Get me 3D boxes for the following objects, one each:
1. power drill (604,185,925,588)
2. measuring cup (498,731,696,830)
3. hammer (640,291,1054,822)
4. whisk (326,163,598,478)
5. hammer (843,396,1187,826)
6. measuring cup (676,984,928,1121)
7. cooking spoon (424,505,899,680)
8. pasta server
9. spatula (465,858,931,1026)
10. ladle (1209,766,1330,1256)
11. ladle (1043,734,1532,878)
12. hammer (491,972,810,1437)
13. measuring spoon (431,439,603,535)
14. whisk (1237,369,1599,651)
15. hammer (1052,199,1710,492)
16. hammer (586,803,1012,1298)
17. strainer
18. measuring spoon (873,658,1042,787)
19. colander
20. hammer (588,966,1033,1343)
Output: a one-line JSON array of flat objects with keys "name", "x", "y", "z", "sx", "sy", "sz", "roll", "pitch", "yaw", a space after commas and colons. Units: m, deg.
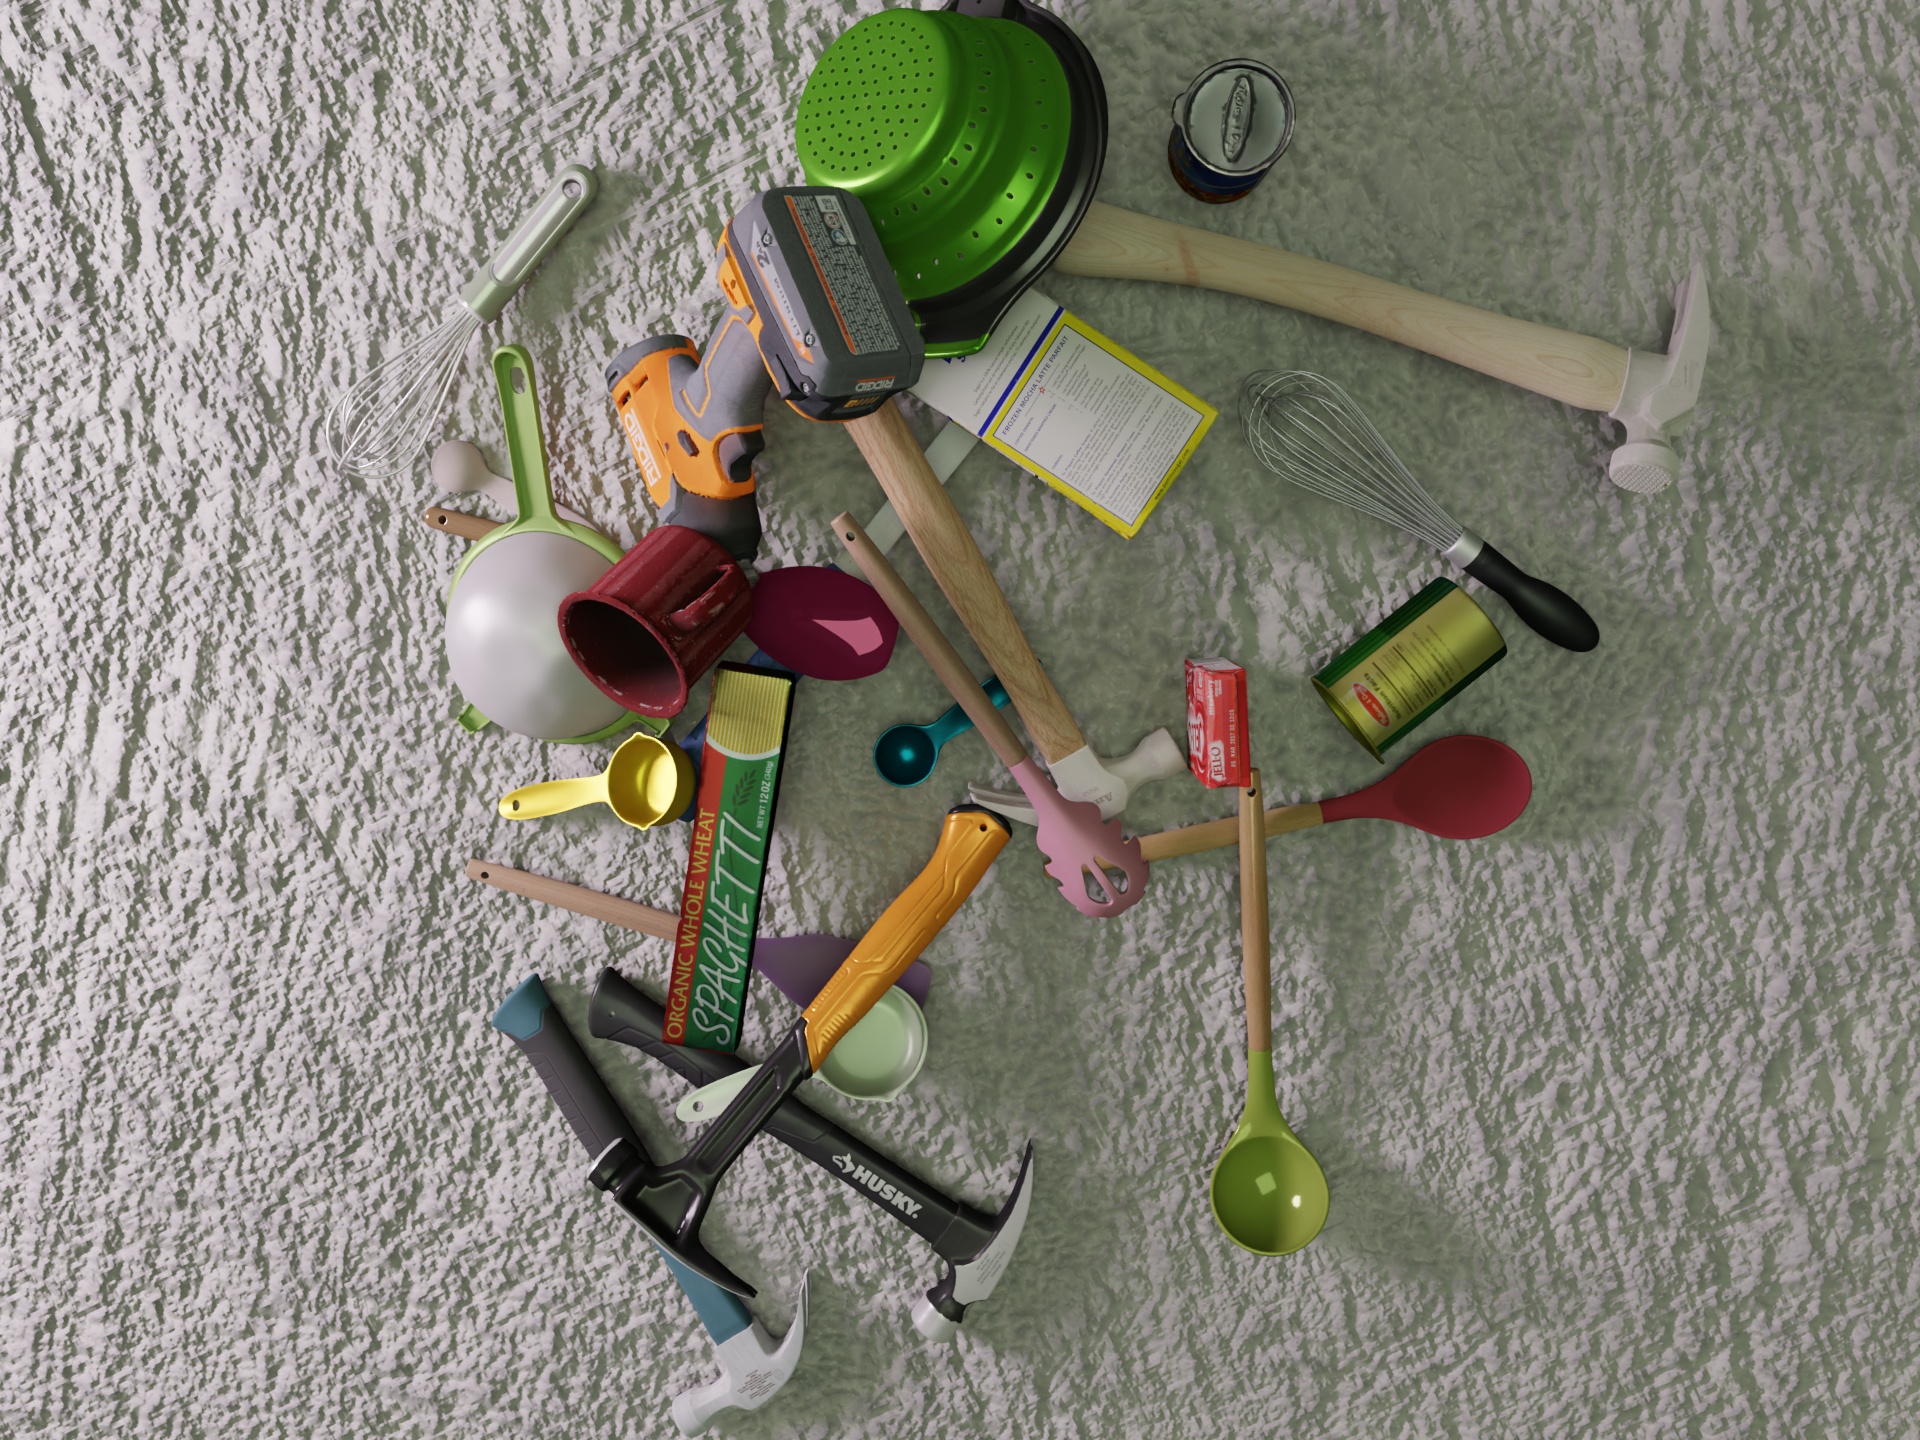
[{"name": "power drill", "x": -0.117, "y": -0.182, "z": 0.919, "sx": 0.084, "sy": 0.226, "sz": 0.164, "roll": -17, "pitch": 81, "yaw": -40}, {"name": "measuring cup", "x": -0.234, "y": 0.046, "z": 1.026, "sx": 0.156, "sy": 0.029, "sz": 0.062, "roll": -11, "pitch": 80, "yaw": 31}, {"name": "hammer", "x": -0.060, "y": -0.098, "z": 1.015, "sx": 0.144, "sy": 0.035, "sz": 0.405, "roll": 39, "pitch": 96, "yaw": -3}, {"name": "whisk", "x": -0.311, "y": -0.251, "z": 0.998, "sx": 0.057, "sy": 0.059, "sz": 0.246, "roll": 40, "pitch": 92, "yaw": -16}, {"name": "hammer", "x": 0.010, "y": -0.072, "z": 0.987, "sx": 0.130, "sy": 0.031, "sz": 0.331, "roll": -30, "pitch": 107, "yaw": 4}, {"name": "measuring cup", "x": -0.101, "y": 0.223, "z": 1.026, "sx": 0.167, "sy": 0.038, "sz": 0.083, "roll": -21, "pitch": 77, "yaw": -6}, {"name": "cooking spoon", "x": -0.193, "y": -0.090, "z": 1.005, "sx": 0.319, "sy": 0.017, "sz": 0.069, "roll": 16, "pitch": 94, "yaw": 9}, {"name": "pasta server", "x": 0.019, "y": 0.002, "z": 0.982, "sx": 0.060, "sy": 0.040, "sz": 0.316, "roll": -35, "pitch": 103, "yaw": 5}, {"name": "spatula", "x": -0.175, "y": 0.144, "z": 1.057, "sx": 0.316, "sy": 0.018, "sz": 0.060, "roll": 17, "pitch": 99, "yaw": -2}, {"name": "ladle", "x": 0.194, "y": 0.190, "z": 1.024, "sx": 0.078, "sy": 0.062, "sz": 0.320, "roll": -4, "pitch": 100, "yaw": 1}, {"name": "ladle", "x": 0.209, "y": 0.067, "z": 1.034, "sx": 0.315, "sy": 0.031, "sz": 0.069, "roll": -12, "pitch": 96, "yaw": 5}, {"name": "hammer", "x": -0.214, "y": 0.319, "z": 1.071, "sx": 0.128, "sy": 0.033, "sz": 0.331, "roll": -31, "pitch": 95, "yaw": 6}, {"name": "measuring spoon", "x": -0.285, "y": -0.142, "z": 1.024, "sx": 0.124, "sy": 0.018, "sz": 0.034, "roll": 28, "pitch": 97, "yaw": -3}, {"name": "whisk", "x": 0.289, "y": -0.126, "z": 0.995, "sx": 0.284, "sy": 0.070, "sz": 0.070, "roll": 35, "pitch": 97, "yaw": -8}, {"name": "hammer", "x": 0.250, "y": -0.265, "z": 0.978, "sx": 0.410, "sy": 0.038, "sz": 0.146, "roll": 17, "pitch": 75, "yaw": 4}, {"name": "hammer", "x": -0.075, "y": 0.191, "z": 0.997, "sx": 0.127, "sy": 0.034, "sz": 0.337, "roll": 38, "pitch": 77, "yaw": 8}, {"name": "strainer", "x": -0.267, "y": -0.096, "z": 0.972, "sx": 0.151, "sy": 0.069, "sz": 0.256, "roll": 1, "pitch": 110, "yaw": 13}, {"name": "measuring spoon", "x": -0.002, "y": -0.003, "z": 1.039, "sx": 0.128, "sy": 0.021, "sz": 0.042, "roll": -35, "pitch": 105, "yaw": -4}, {"name": "colander", "x": -0.008, "y": -0.412, "z": 0.914, "sx": 0.205, "sy": 0.094, "sz": 0.397, "roll": 10, "pitch": 84, "yaw": 35}, {"name": "hammer", "x": -0.104, "y": 0.268, "z": 1.062, "sx": 0.334, "sy": 0.035, "sz": 0.146, "roll": 35, "pitch": 97, "yaw": -3}]
